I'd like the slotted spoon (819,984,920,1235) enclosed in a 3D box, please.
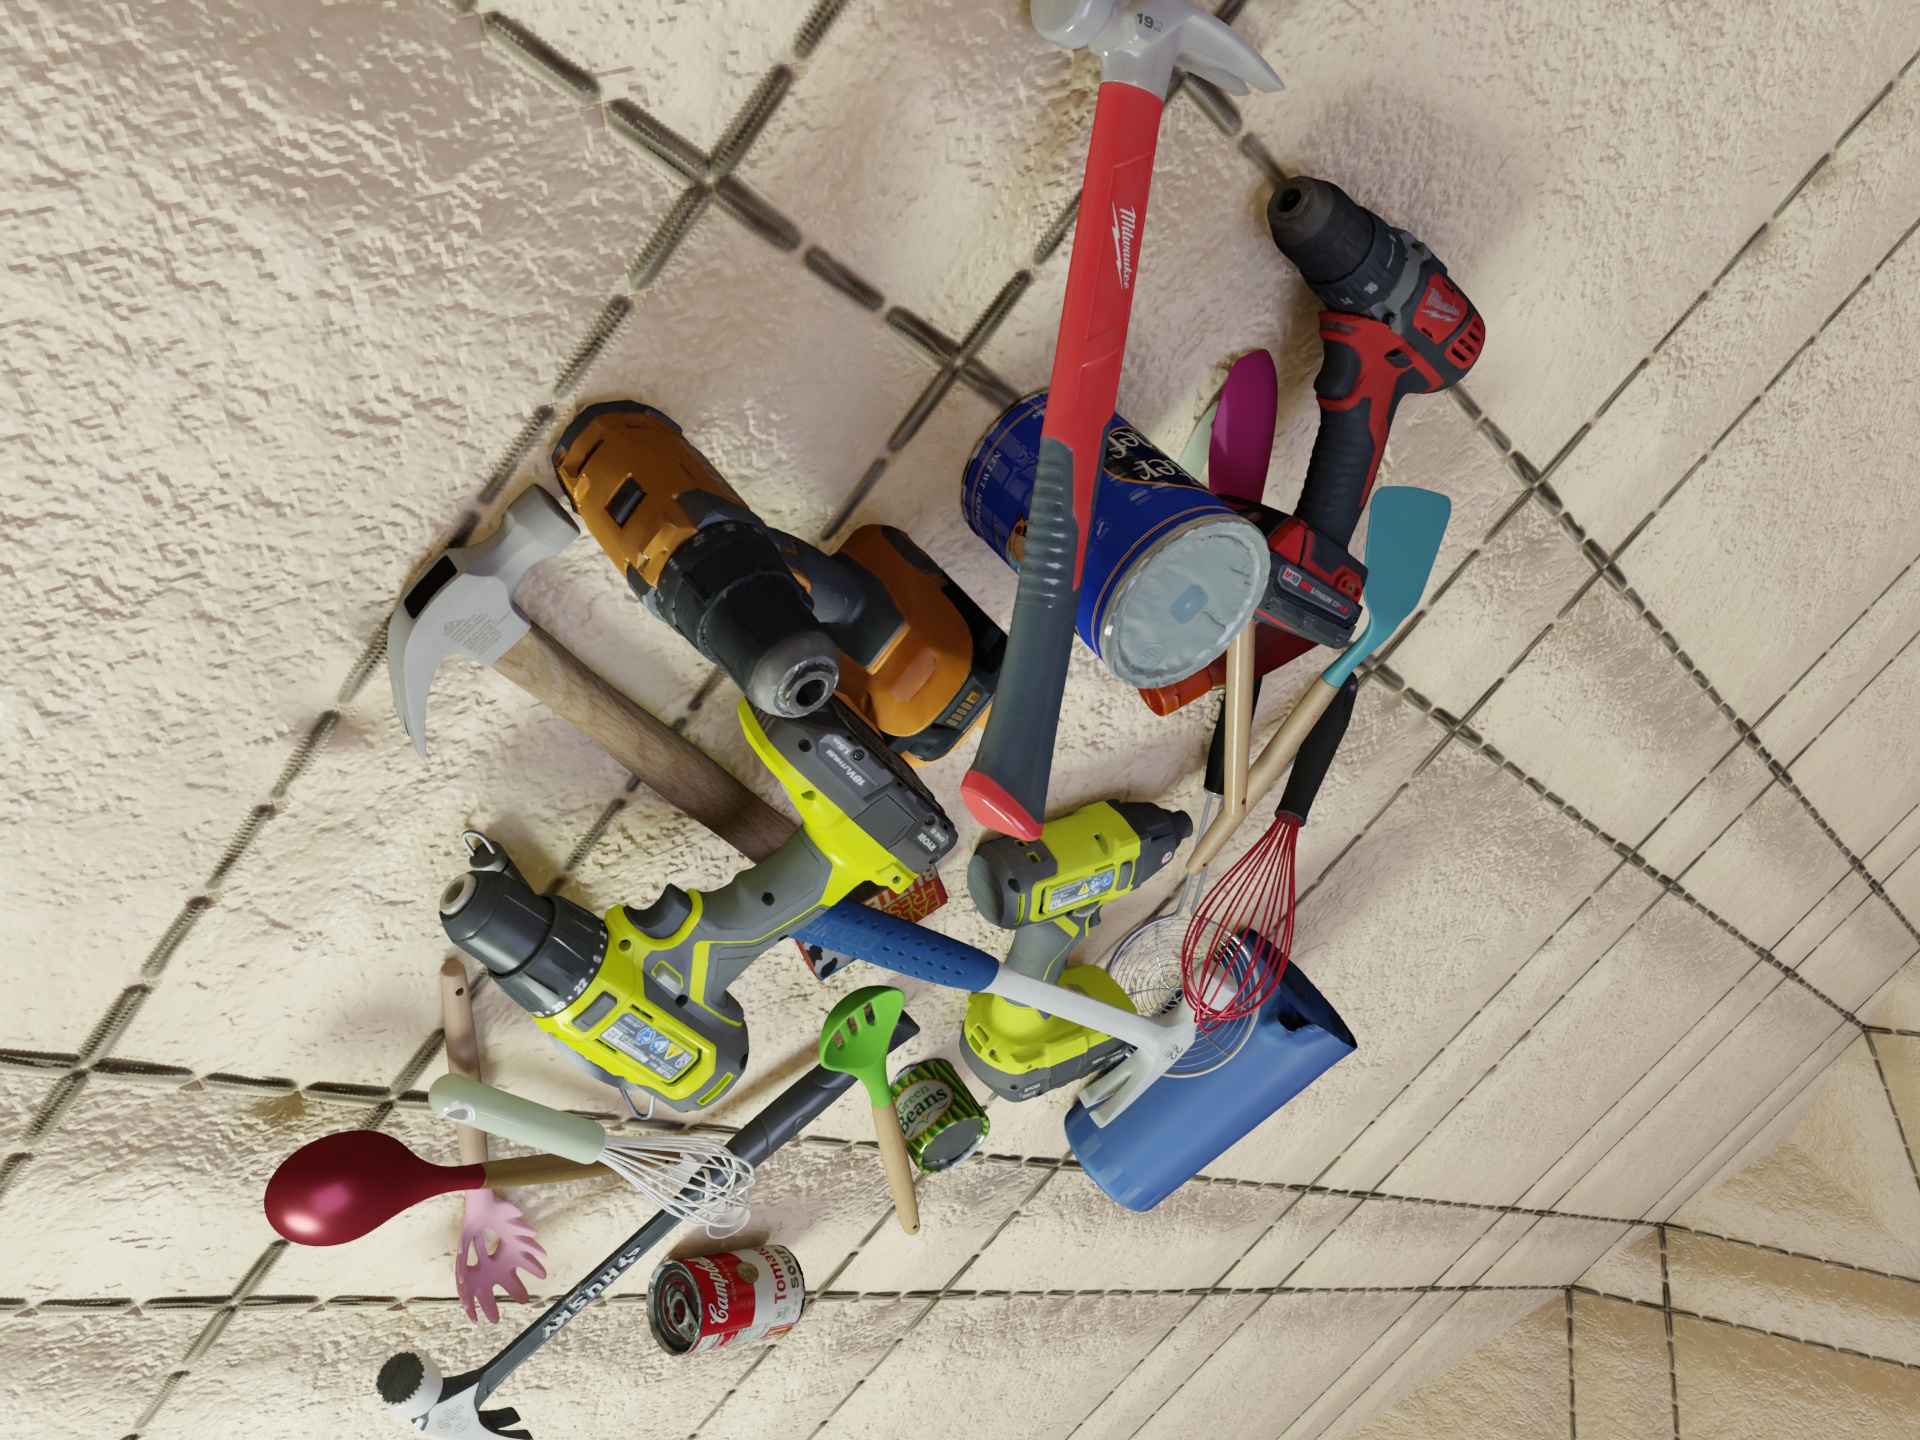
[{"bbox_3d":[-0.054,0.283,1.125,0.070,0.031,0.313,-33,139,-24],"label":"slotted spoon"}]

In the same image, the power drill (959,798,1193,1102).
[{"bbox_3d":[0.081,0.160,1.148,0.171,0.080,0.223,-15,132,-28],"label":"power drill"}]

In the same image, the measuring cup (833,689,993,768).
[{"bbox_3d":[-0.001,-0.003,0.935,0.173,0.052,0.095,24,110,-47],"label":"measuring cup"}]

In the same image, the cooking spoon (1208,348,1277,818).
[{"bbox_3d":[0.176,-0.073,0.990,0.069,0.017,0.318,-31,131,-38],"label":"cooking spoon"}]

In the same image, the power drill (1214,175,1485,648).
[{"bbox_3d":[0.197,-0.172,0.890,0.187,0.080,0.226,22,94,-46],"label":"power drill"}]

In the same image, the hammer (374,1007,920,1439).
[{"bbox_3d":[-0.188,0.334,1.079,0.409,0.036,0.149,-39,142,-16],"label":"hammer"}]

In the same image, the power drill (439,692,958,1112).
[{"bbox_3d":[-0.134,0.084,0.828,0.228,0.080,0.190,-43,125,3],"label":"power drill"}]

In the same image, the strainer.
[{"bbox_3d":[-0.220,0.142,0.906,0.087,0.050,0.258,0,138,19],"label":"strainer"}]

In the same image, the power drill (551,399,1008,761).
[{"bbox_3d":[-0.064,-0.048,0.736,0.084,0.186,0.226,-50,144,12],"label":"power drill"}]

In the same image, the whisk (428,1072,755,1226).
[{"bbox_3d":[-0.217,0.258,0.964,0.058,0.059,0.246,-33,135,24],"label":"whisk"}]

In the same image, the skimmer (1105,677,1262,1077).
[{"bbox_3d":[0.185,0.115,1.178,0.127,0.090,0.363,3,129,-3],"label":"skimmer"}]

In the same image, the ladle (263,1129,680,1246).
[{"bbox_3d":[-0.272,0.272,0.955,0.315,0.031,0.069,18,96,-59],"label":"ladle"}]

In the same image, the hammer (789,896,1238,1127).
[{"bbox_3d":[0.021,0.175,1.044,0.405,0.035,0.144,27,106,-41],"label":"hammer"}]

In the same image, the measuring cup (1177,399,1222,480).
[{"bbox_3d":[0.133,-0.110,0.954,0.083,0.038,0.167,-6,132,-36],"label":"measuring cup"}]

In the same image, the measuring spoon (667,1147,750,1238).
[{"bbox_3d":[-0.187,0.336,1.149,0.034,0.018,0.124,-31,134,-9],"label":"measuring spoon"}]

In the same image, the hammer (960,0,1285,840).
[{"bbox_3d":[0.065,-0.135,0.742,0.143,0.038,0.386,4,97,-42],"label":"hammer"}]

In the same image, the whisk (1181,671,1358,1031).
[{"bbox_3d":[0.226,0.086,1.123,0.296,0.073,0.073,-63,148,-22],"label":"whisk"}]

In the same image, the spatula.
[{"bbox_3d":[0.230,-0.015,1.073,0.082,0.044,0.317,0,132,-40],"label":"spatula"}]

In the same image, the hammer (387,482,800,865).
[{"bbox_3d":[-0.168,0.014,0.832,0.130,0.031,0.331,-41,142,1],"label":"hammer"}]

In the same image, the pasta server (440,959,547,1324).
[{"bbox_3d":[-0.291,0.261,0.964,0.060,0.040,0.316,-27,140,-36],"label":"pasta server"}]
